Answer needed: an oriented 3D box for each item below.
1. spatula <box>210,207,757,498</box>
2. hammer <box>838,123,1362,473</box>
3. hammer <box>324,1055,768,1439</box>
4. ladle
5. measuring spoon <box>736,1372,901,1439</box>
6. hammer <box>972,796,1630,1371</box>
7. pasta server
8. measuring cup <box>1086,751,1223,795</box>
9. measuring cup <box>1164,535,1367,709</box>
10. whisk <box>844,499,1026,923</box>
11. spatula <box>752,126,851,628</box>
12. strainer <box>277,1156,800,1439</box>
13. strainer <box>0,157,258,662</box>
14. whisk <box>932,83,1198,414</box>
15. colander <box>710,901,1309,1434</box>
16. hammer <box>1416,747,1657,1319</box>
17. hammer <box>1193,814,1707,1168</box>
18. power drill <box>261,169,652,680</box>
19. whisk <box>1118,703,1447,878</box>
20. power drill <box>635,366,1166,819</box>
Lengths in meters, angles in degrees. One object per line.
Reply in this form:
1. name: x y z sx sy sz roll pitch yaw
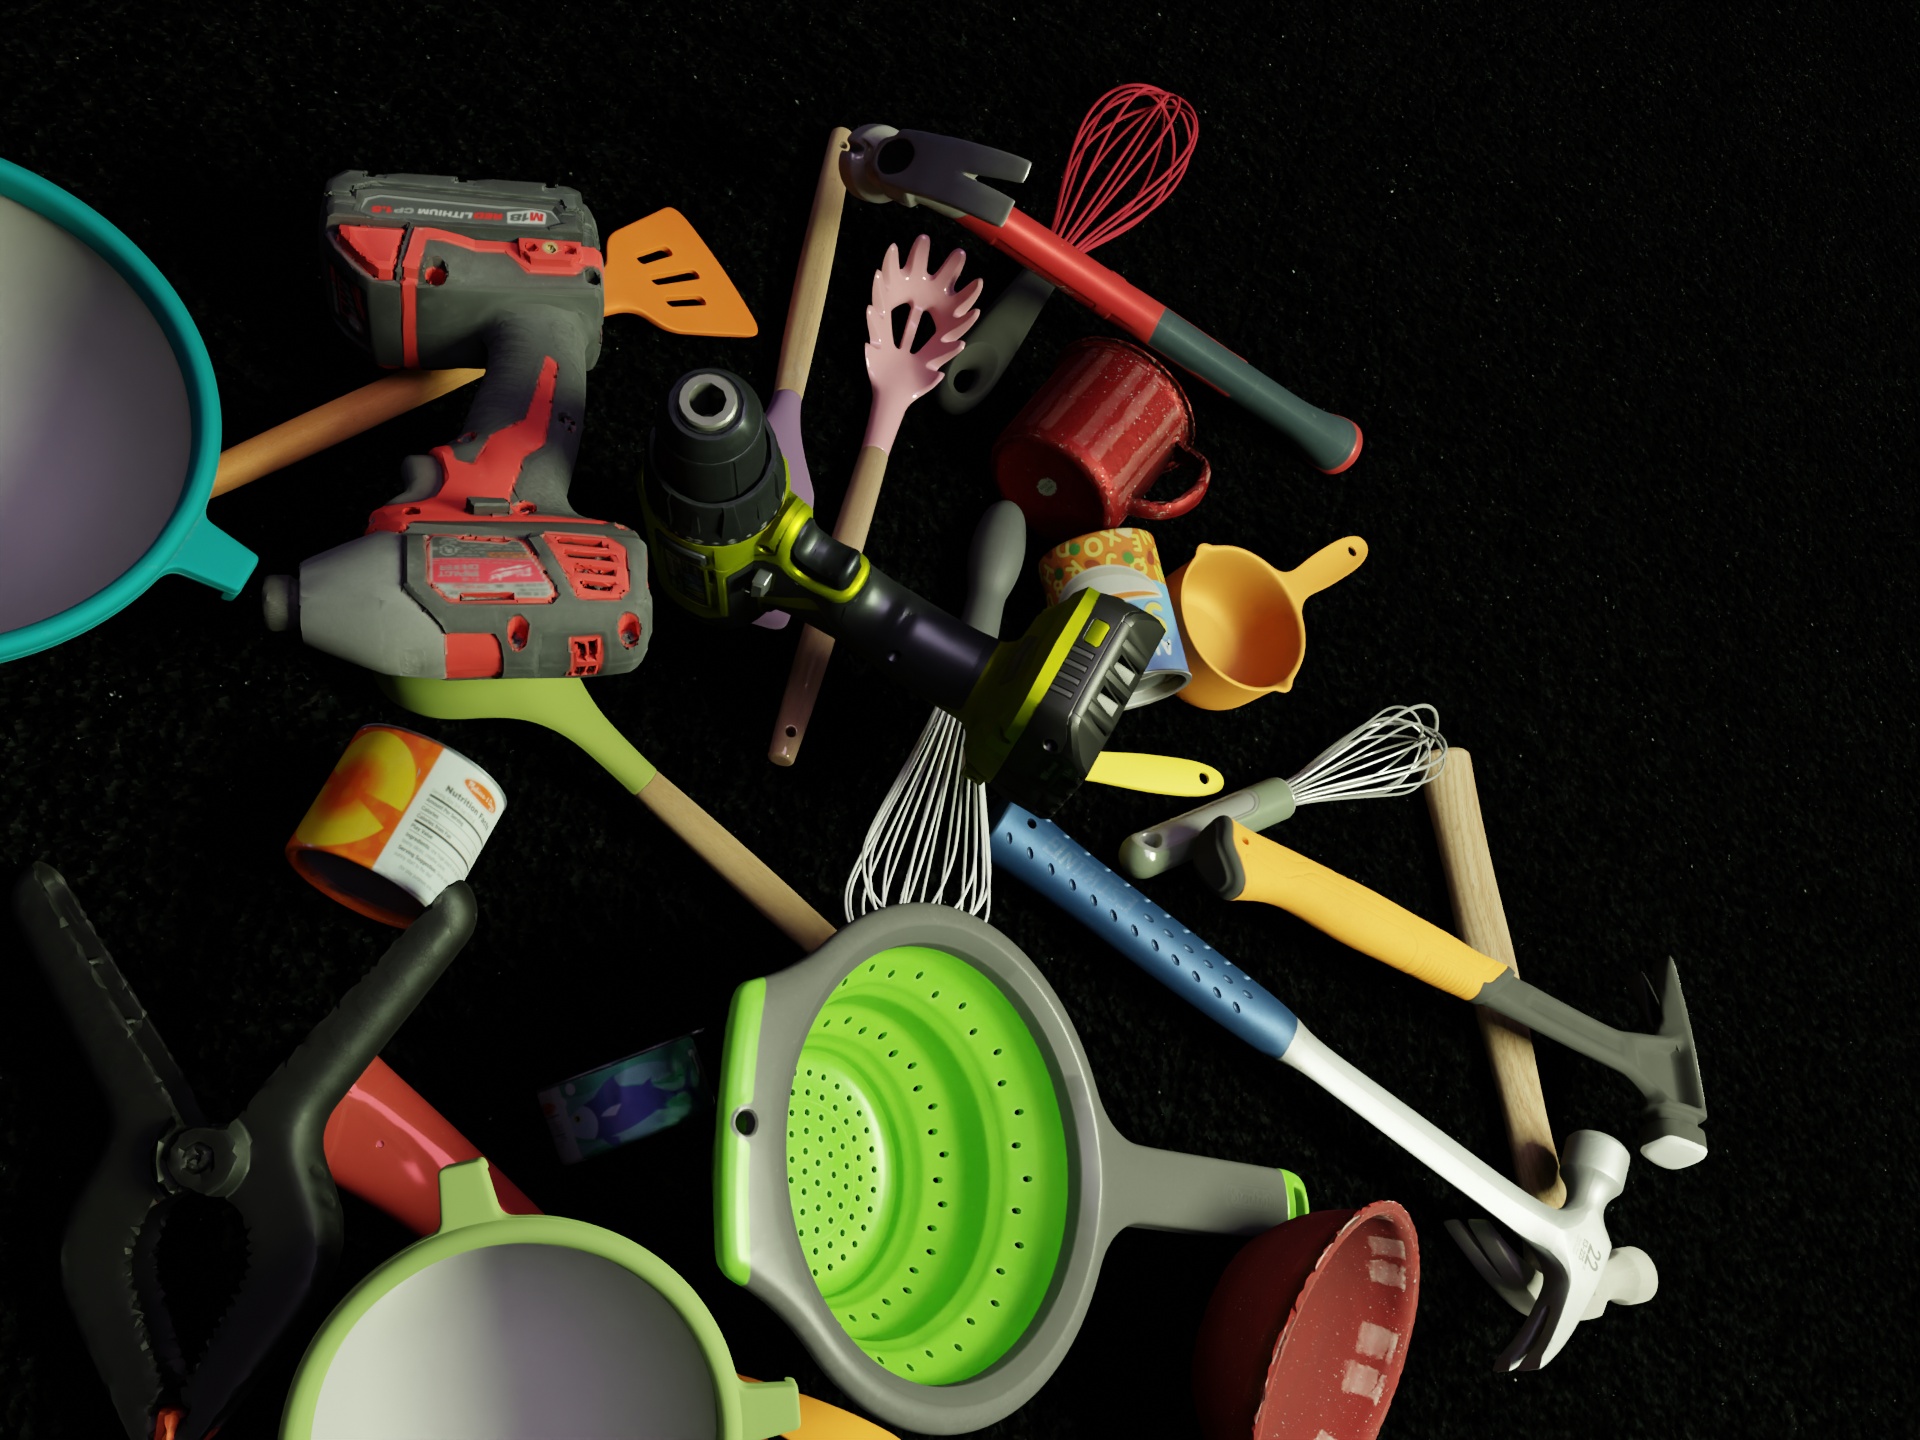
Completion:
1. spatula: -0.228 -0.165 0.744 0.322 0.041 0.081 -36 93 -32
2. hammer: 0.115 -0.217 0.883 0.386 0.143 0.038 20 100 -40
3. hammer: -0.112 0.259 0.625 0.359 0.036 0.149 47 68 -5
4. ladle: -0.128 0.048 0.715 0.320 0.062 0.078 45 54 -17
5. measuring spoon: -0.064 0.294 0.667 0.116 0.011 0.021 32 58 -17
6. hammer: 0.174 0.174 0.818 0.405 0.035 0.144 37 56 -7
7. pasta server: -0.050 -0.120 0.824 0.060 0.040 0.316 19 63 -10
8. measuring cup: 0.084 0.021 0.852 0.156 0.029 0.062 8 68 -27
9. measuring cup: 0.175 -0.066 0.930 0.173 0.052 0.095 -30 88 -38
10. whisk: -0.001 -0.002 0.799 0.070 0.070 0.285 27 54 -20
11. spatula: -0.089 -0.193 0.840 0.059 0.018 0.316 19 63 -21
12. strainer: -0.184 0.284 0.551 0.151 0.069 0.256 38 84 -6
13. strainer: -0.414 -0.159 0.585 0.211 0.095 0.340 -18 79 -37
14. whisk: 0.062 -0.284 0.947 0.073 0.073 0.296 39 63 -13
15. colander: 0.020 0.208 0.717 0.396 0.094 0.205 23 59 -43
16. hammer: 0.316 0.176 0.931 0.130 0.031 0.331 3 69 -31
17. hammer: 0.273 0.129 0.876 0.336 0.034 0.127 27 46 -16
18. power drill: -0.207 -0.116 0.651 0.143 0.078 0.220 -2 62 -18
19. whisk: 0.186 0.041 0.898 0.246 0.059 0.058 -19 41 -31
20. power drill: -0.035 -0.056 0.679 0.228 0.190 0.080 30 74 1
